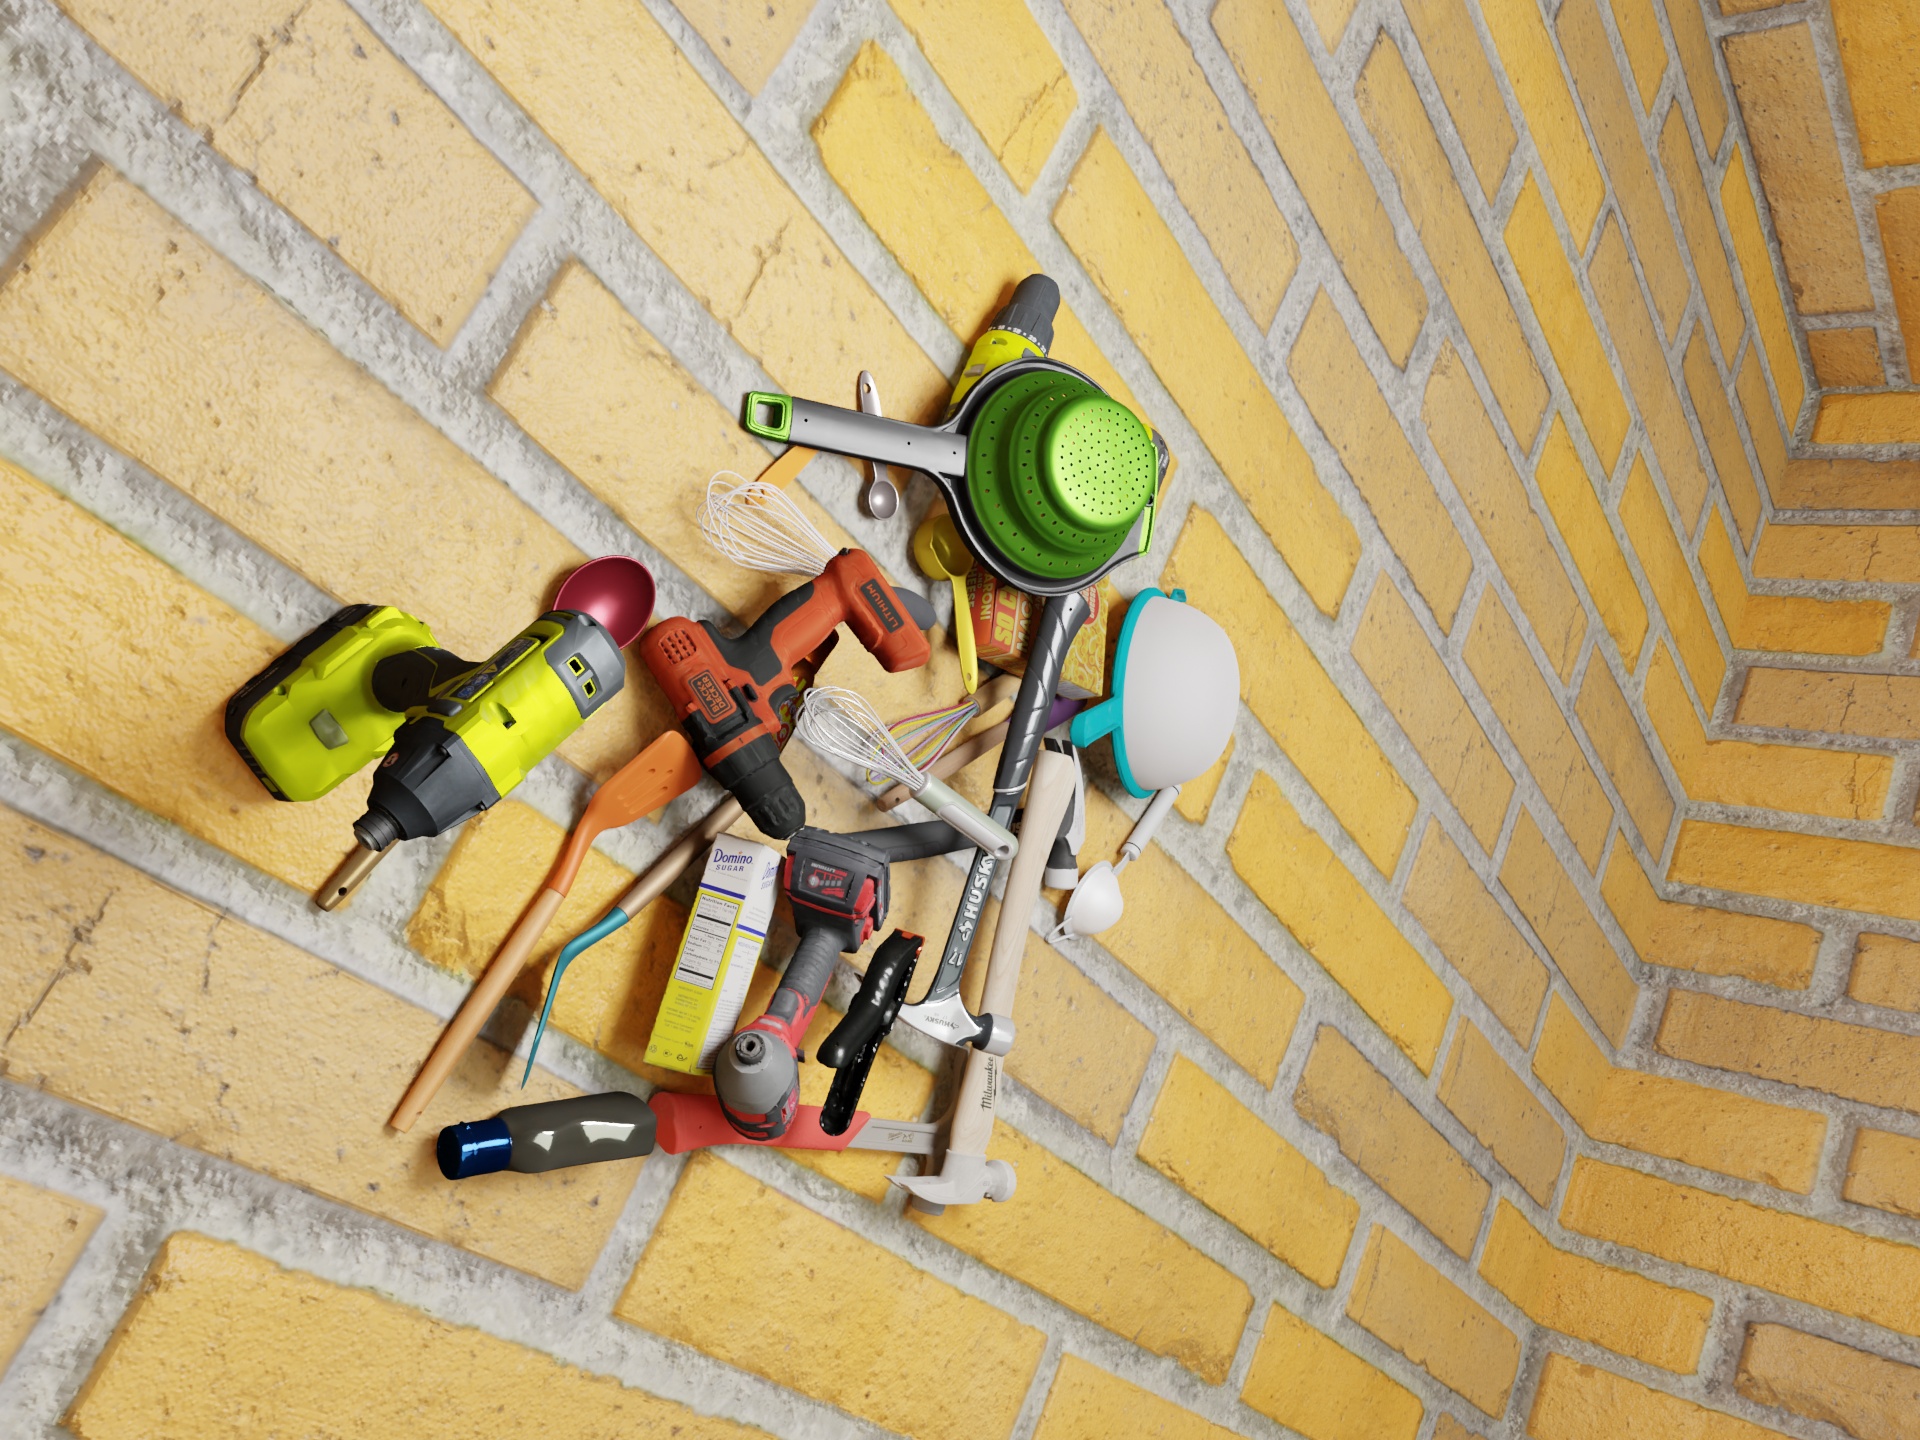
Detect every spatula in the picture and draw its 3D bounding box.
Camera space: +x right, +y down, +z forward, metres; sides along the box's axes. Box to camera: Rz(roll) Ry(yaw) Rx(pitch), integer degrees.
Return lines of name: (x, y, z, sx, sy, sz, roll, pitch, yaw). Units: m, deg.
spatula: (0.027, 0.015, 1.449, 0.316, 0.018, 0.059, -31, 116, -46)
spatula: (-0.288, 0.144, 1.107, 0.323, 0.041, 0.081, -60, 160, -21)
spatula: (-0.224, 0.134, 1.169, 0.317, 0.044, 0.082, -47, 171, -39)

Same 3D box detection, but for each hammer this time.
hammer: (-0.113, 0.333, 1.333, 0.358, 0.037, 0.149, 23, 78, -48)
hammer: (0.000, 0.097, 1.426, 0.334, 0.035, 0.146, -4, 99, -47)
hammer: (0.033, 0.226, 1.428, 0.146, 0.038, 0.411, 19, 81, -47)
hammer: (0.031, 0.074, 1.369, 0.149, 0.036, 0.409, 20, 83, -21)

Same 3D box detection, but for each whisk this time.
whisk: (-0.002, -0.006, 1.405, 0.245, 0.051, 0.047, -33, 113, -44)
whisk: (-0.038, 0.048, 1.281, 0.246, 0.058, 0.059, 38, 23, -31)
whisk: (-0.105, -0.122, 1.267, 0.284, 0.070, 0.070, 26, 76, -51)

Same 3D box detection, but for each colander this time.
colander: (0.024, -0.217, 1.283, 0.396, 0.094, 0.204, 7, 86, -30)

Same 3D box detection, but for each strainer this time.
strainer: (0.198, -0.014, 1.510, 0.340, 0.095, 0.211, -23, 114, -65)
strainer: (0.171, 0.139, 1.619, 0.258, 0.050, 0.086, -52, 148, -35)

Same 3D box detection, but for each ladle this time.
ladle: (-0.317, 0.005, 1.068, 0.315, 0.031, 0.069, -53, 128, -26)

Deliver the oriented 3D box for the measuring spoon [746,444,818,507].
measuring spoon: (-0.132, -0.207, 1.257, 0.117, 0.011, 0.021, -50, 128, -27)

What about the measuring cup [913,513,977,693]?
measuring cup: (-0.010, -0.099, 1.369, 0.062, 0.029, 0.156, -6, 88, -52)

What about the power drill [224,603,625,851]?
power drill: (-0.319, 0.000, 0.915, 0.171, 0.223, 0.080, -48, 127, -33)

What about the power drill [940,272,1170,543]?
power drill: (0.090, -0.270, 1.439, 0.228, 0.080, 0.191, 36, 70, -39)

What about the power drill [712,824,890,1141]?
power drill: (-0.125, 0.198, 1.209, 0.143, 0.078, 0.220, 93, 16, -59)

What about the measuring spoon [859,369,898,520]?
measuring spoon: (-0.074, -0.227, 1.317, 0.034, 0.018, 0.124, -14, 99, -46)
